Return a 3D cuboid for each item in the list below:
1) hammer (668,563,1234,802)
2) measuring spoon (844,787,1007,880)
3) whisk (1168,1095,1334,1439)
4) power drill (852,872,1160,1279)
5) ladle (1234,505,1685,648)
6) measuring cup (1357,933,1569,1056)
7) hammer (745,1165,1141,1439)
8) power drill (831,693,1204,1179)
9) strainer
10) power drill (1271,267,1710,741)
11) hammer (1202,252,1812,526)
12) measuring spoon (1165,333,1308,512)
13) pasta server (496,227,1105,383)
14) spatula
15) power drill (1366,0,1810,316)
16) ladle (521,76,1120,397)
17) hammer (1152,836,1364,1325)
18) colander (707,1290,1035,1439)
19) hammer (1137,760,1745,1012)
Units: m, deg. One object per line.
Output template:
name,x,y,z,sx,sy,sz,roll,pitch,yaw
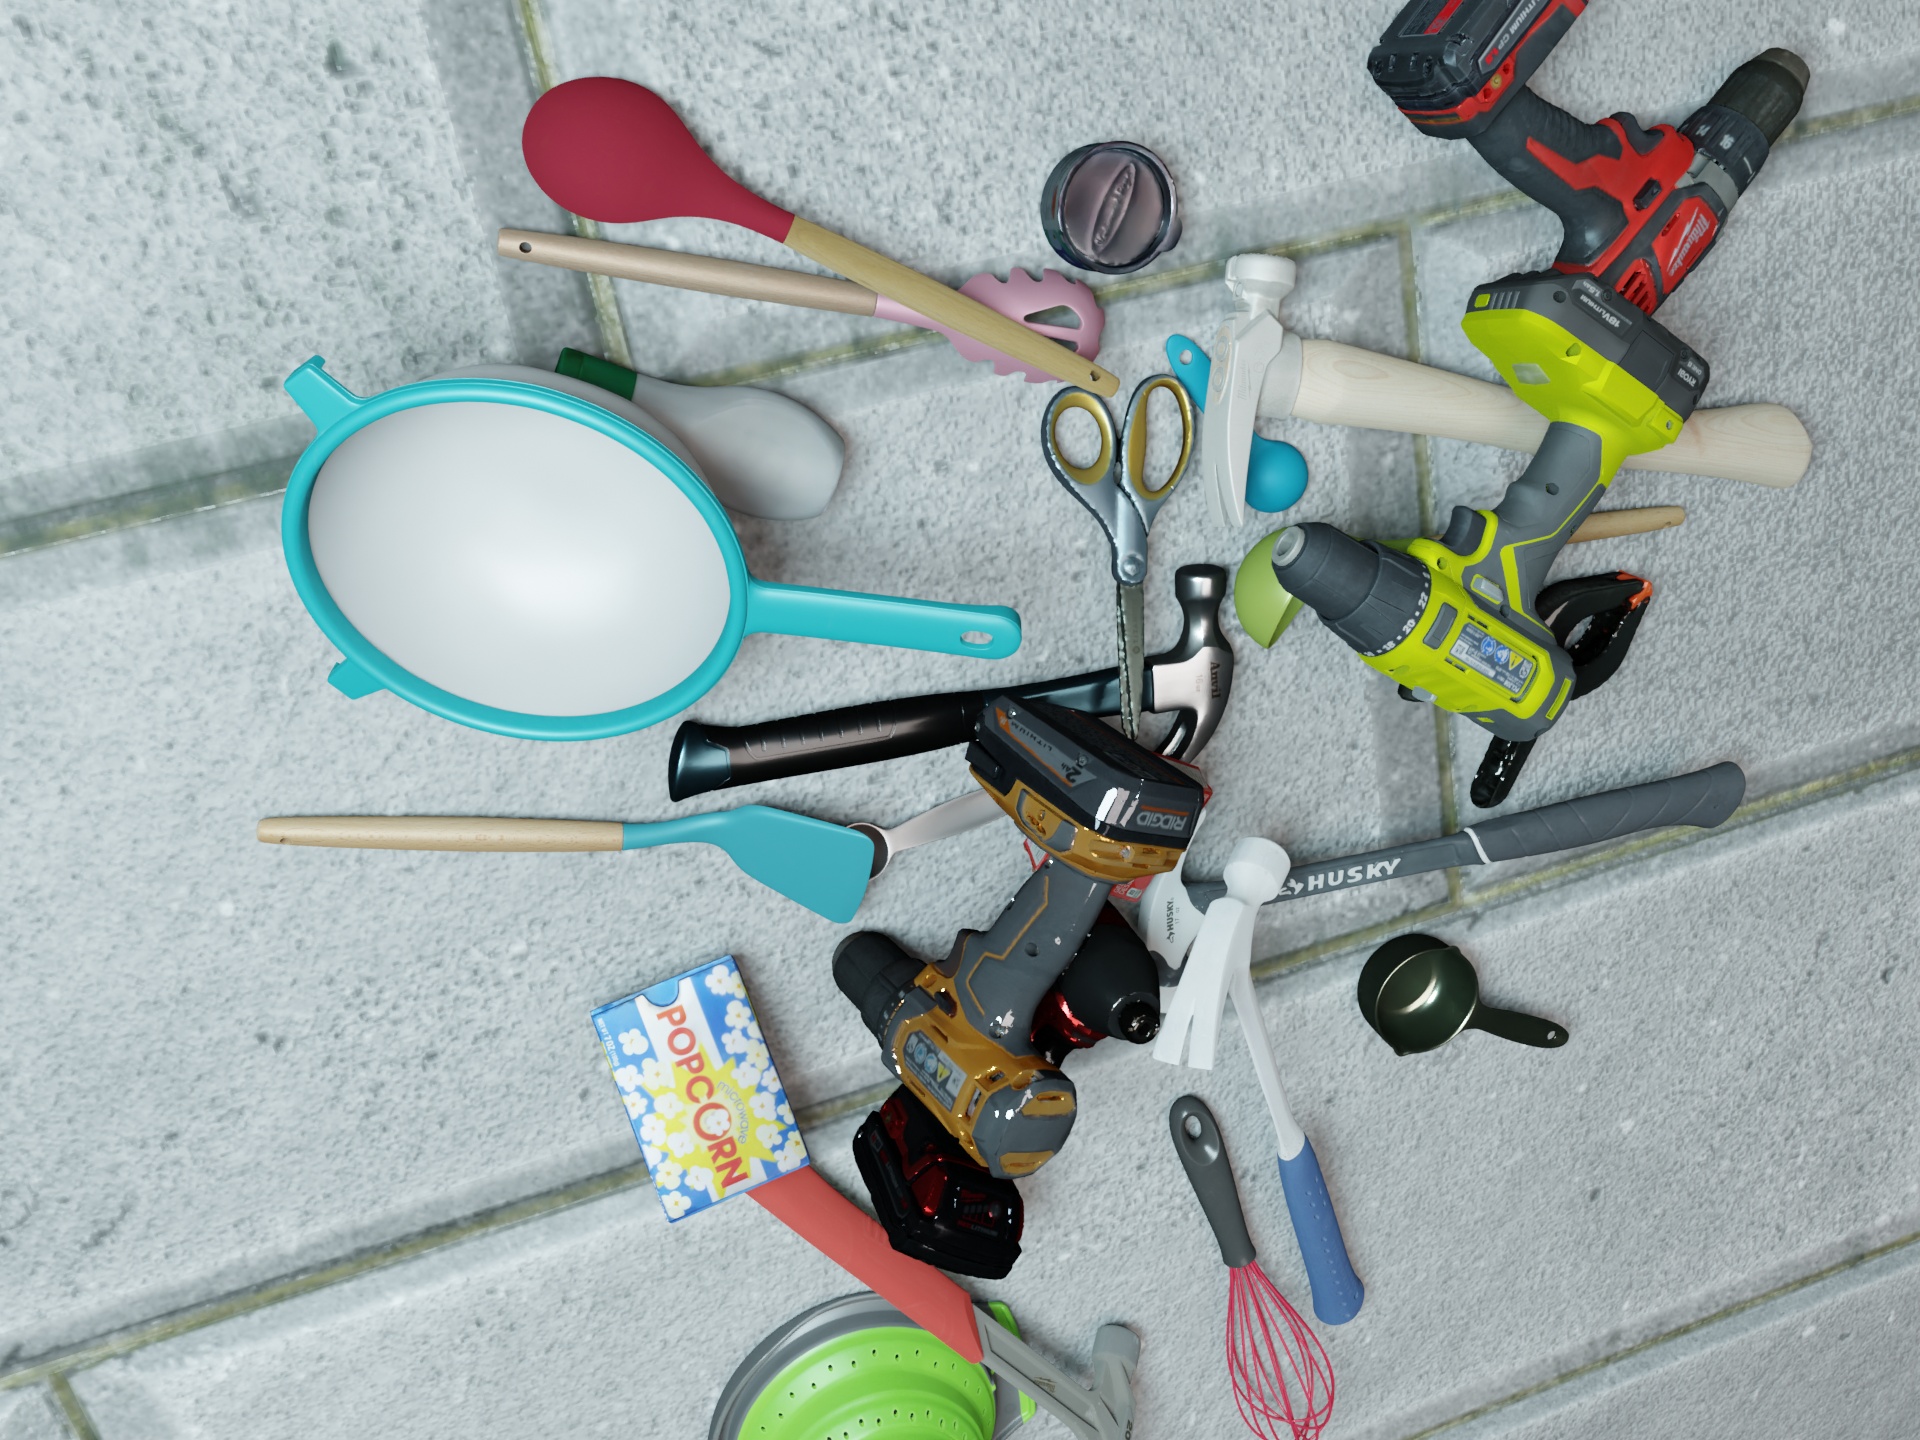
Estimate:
hammer,-0.001,-0.003,0.899,0.331,0.033,0.128,-10,109,-13
measuring spoon,-0.018,0.062,0.928,0.124,0.018,0.034,-19,90,-17
whisk,0.194,0.380,1.080,0.073,0.073,0.295,-23,107,-8
power drill,0.035,0.205,0.922,0.078,0.143,0.219,27,101,-28
ladle,0.307,-0.097,0.950,0.320,0.062,0.078,-9,146,-18
measuring cup,0.338,0.190,1.067,0.167,0.038,0.083,18,102,-24
hammer,-0.023,0.364,0.981,0.358,0.149,0.036,43,132,-19
power drill,0.017,0.102,0.858,0.084,0.186,0.226,11,107,-42
strainer,-0.139,-0.086,0.766,0.340,0.095,0.210,7,135,-7
power drill,0.286,-0.123,0.865,0.190,0.080,0.228,27,91,-21
hammer,0.330,-0.166,0.932,0.410,0.038,0.146,4,96,-20
measuring spoon,0.157,-0.167,0.896,0.042,0.021,0.128,-43,116,1
pasta server,-0.072,-0.218,0.810,0.316,0.040,0.060,5,107,-14
spatula,-0.208,0.070,0.854,0.317,0.044,0.082,2,138,-15
power drill,0.354,-0.341,0.870,0.226,0.080,0.188,36,95,-27
ladle,-0.061,-0.228,0.780,0.315,0.031,0.069,22,88,-15
hammer,0.202,0.262,0.994,0.144,0.035,0.405,-56,138,-37
colander,-0.129,0.502,0.999,0.397,0.095,0.204,-18,113,-10
hammer,0.306,0.077,0.996,0.409,0.036,0.149,-11,121,-11
